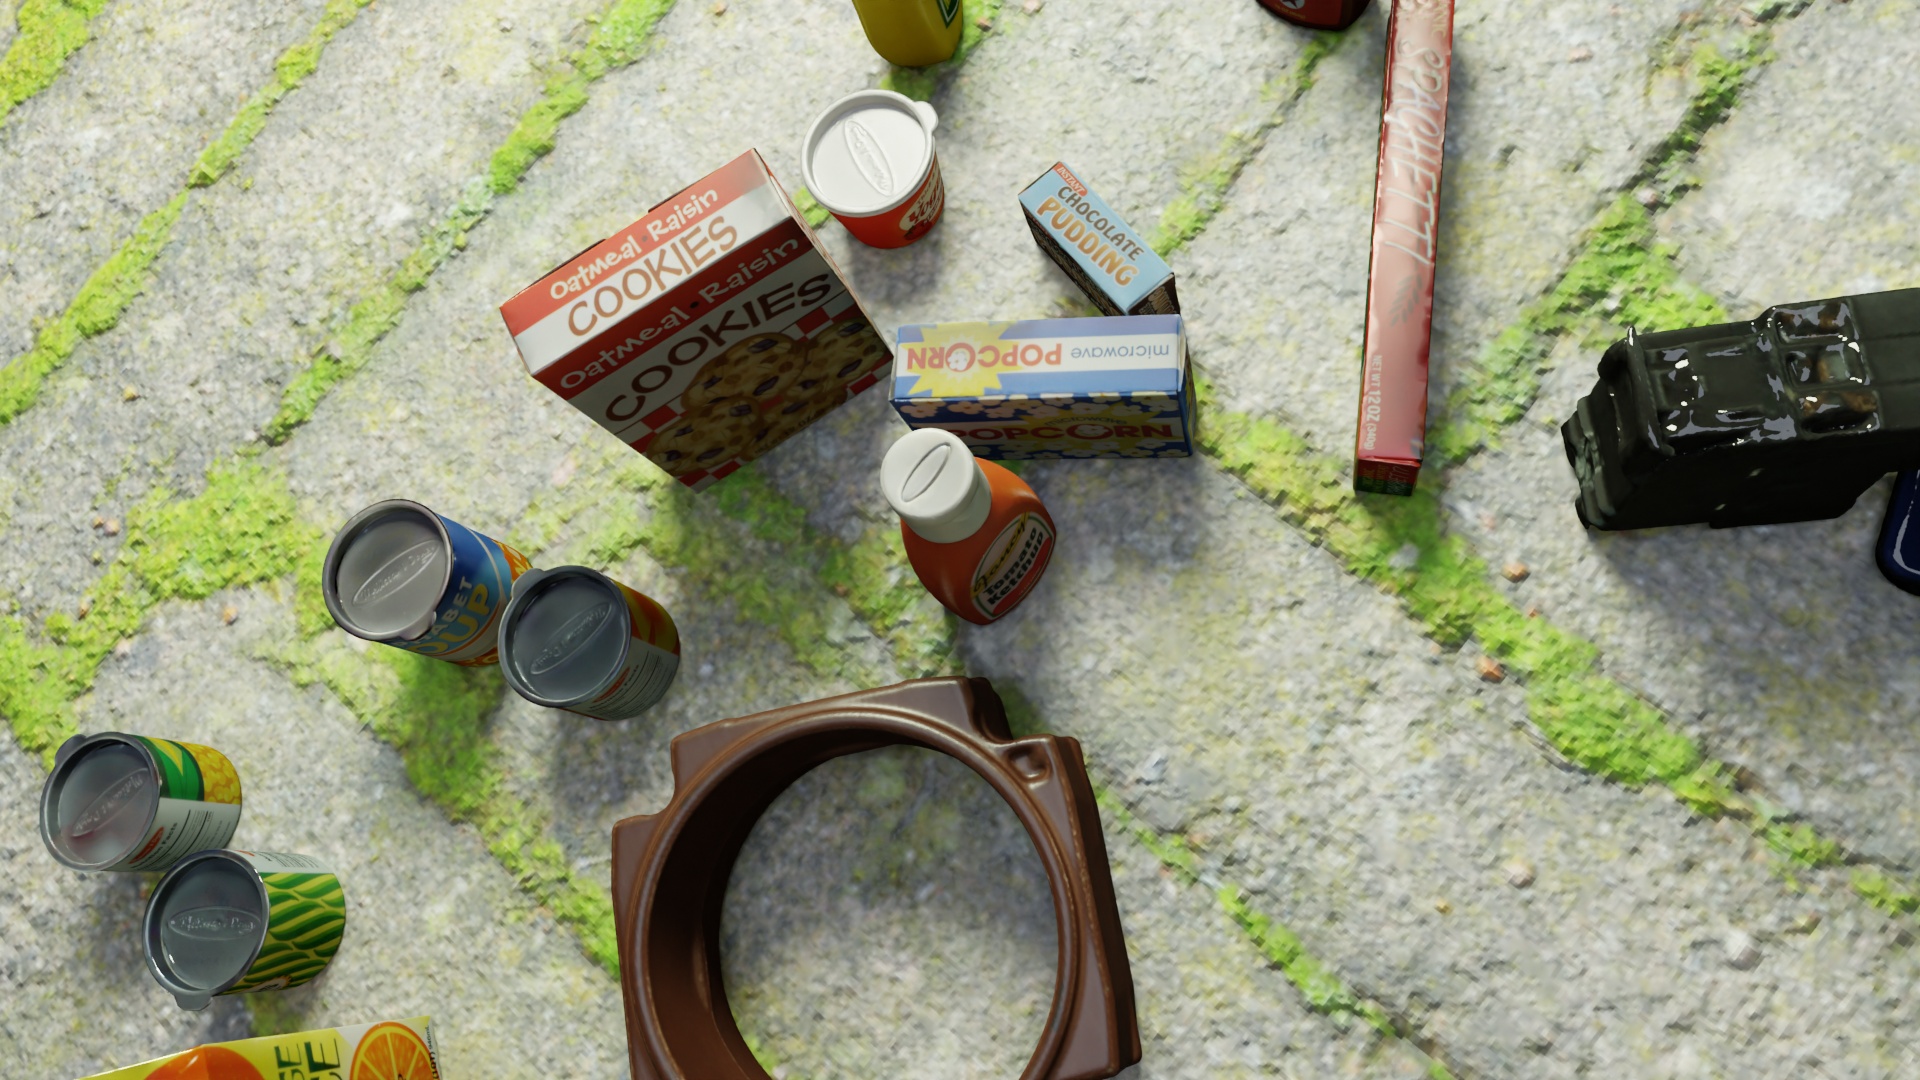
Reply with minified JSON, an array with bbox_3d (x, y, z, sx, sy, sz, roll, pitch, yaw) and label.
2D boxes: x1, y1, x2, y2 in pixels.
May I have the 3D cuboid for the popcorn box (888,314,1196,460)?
[{"bbox_3d":[0.040,-0.066,0.626,0.127,0.085,0.038,0,76,13],"label":"popcorn box"}]

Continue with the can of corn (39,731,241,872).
[{"bbox_3d":[-0.405,0.129,0.688,0.071,0.058,0.071,-3,75,12],"label":"can of corn"}]

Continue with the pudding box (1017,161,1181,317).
[{"bbox_3d":[0.067,-0.135,0.658,0.030,0.049,0.084,-39,71,1],"label":"pudding box"}]

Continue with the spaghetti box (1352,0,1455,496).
[{"bbox_3d":[0.202,-0.146,0.630,0.029,0.050,0.250,5,76,14],"label":"spaghetti box"}]

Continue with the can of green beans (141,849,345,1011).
[{"bbox_3d":[-0.338,0.181,0.659,0.071,0.057,0.071,-3,75,12],"label":"can of green beans"}]

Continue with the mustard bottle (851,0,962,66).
[{"bbox_3d":[-0.036,-0.294,0.666,0.049,0.160,0.065,-1,76,13],"label":"mustard bottle"}]

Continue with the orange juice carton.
[{"bbox_3d":[-0.292,0.244,0.560,0.073,0.192,0.072,-20,72,7],"label":"orange juice carton"}]

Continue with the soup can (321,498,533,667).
[{"bbox_3d":[-0.250,0.025,0.668,0.071,0.083,0.071,-3,75,12],"label":"soup can"}]

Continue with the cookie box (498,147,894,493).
[{"bbox_3d":[-0.108,-0.091,0.623,0.123,0.167,0.040,-32,71,3],"label":"cookie box"}]

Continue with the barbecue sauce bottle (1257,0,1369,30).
[{"bbox_3d":[0.160,-0.295,0.628,0.065,0.148,0.044,31,84,18],"label":"barbecue sauce bottle"}]

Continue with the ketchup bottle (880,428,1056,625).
[{"bbox_3d":[0.002,-0.007,0.585,0.043,0.148,0.065,36,86,19],"label":"ketchup bottle"}]

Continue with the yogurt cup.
[{"bbox_3d":[-0.040,-0.181,0.693,0.072,0.054,0.072,-3,75,12],"label":"yogurt cup"}]

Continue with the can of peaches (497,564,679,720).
[{"bbox_3d":[-0.176,0.048,0.658,0.071,0.058,0.071,-3,75,12],"label":"can of peaches"}]
